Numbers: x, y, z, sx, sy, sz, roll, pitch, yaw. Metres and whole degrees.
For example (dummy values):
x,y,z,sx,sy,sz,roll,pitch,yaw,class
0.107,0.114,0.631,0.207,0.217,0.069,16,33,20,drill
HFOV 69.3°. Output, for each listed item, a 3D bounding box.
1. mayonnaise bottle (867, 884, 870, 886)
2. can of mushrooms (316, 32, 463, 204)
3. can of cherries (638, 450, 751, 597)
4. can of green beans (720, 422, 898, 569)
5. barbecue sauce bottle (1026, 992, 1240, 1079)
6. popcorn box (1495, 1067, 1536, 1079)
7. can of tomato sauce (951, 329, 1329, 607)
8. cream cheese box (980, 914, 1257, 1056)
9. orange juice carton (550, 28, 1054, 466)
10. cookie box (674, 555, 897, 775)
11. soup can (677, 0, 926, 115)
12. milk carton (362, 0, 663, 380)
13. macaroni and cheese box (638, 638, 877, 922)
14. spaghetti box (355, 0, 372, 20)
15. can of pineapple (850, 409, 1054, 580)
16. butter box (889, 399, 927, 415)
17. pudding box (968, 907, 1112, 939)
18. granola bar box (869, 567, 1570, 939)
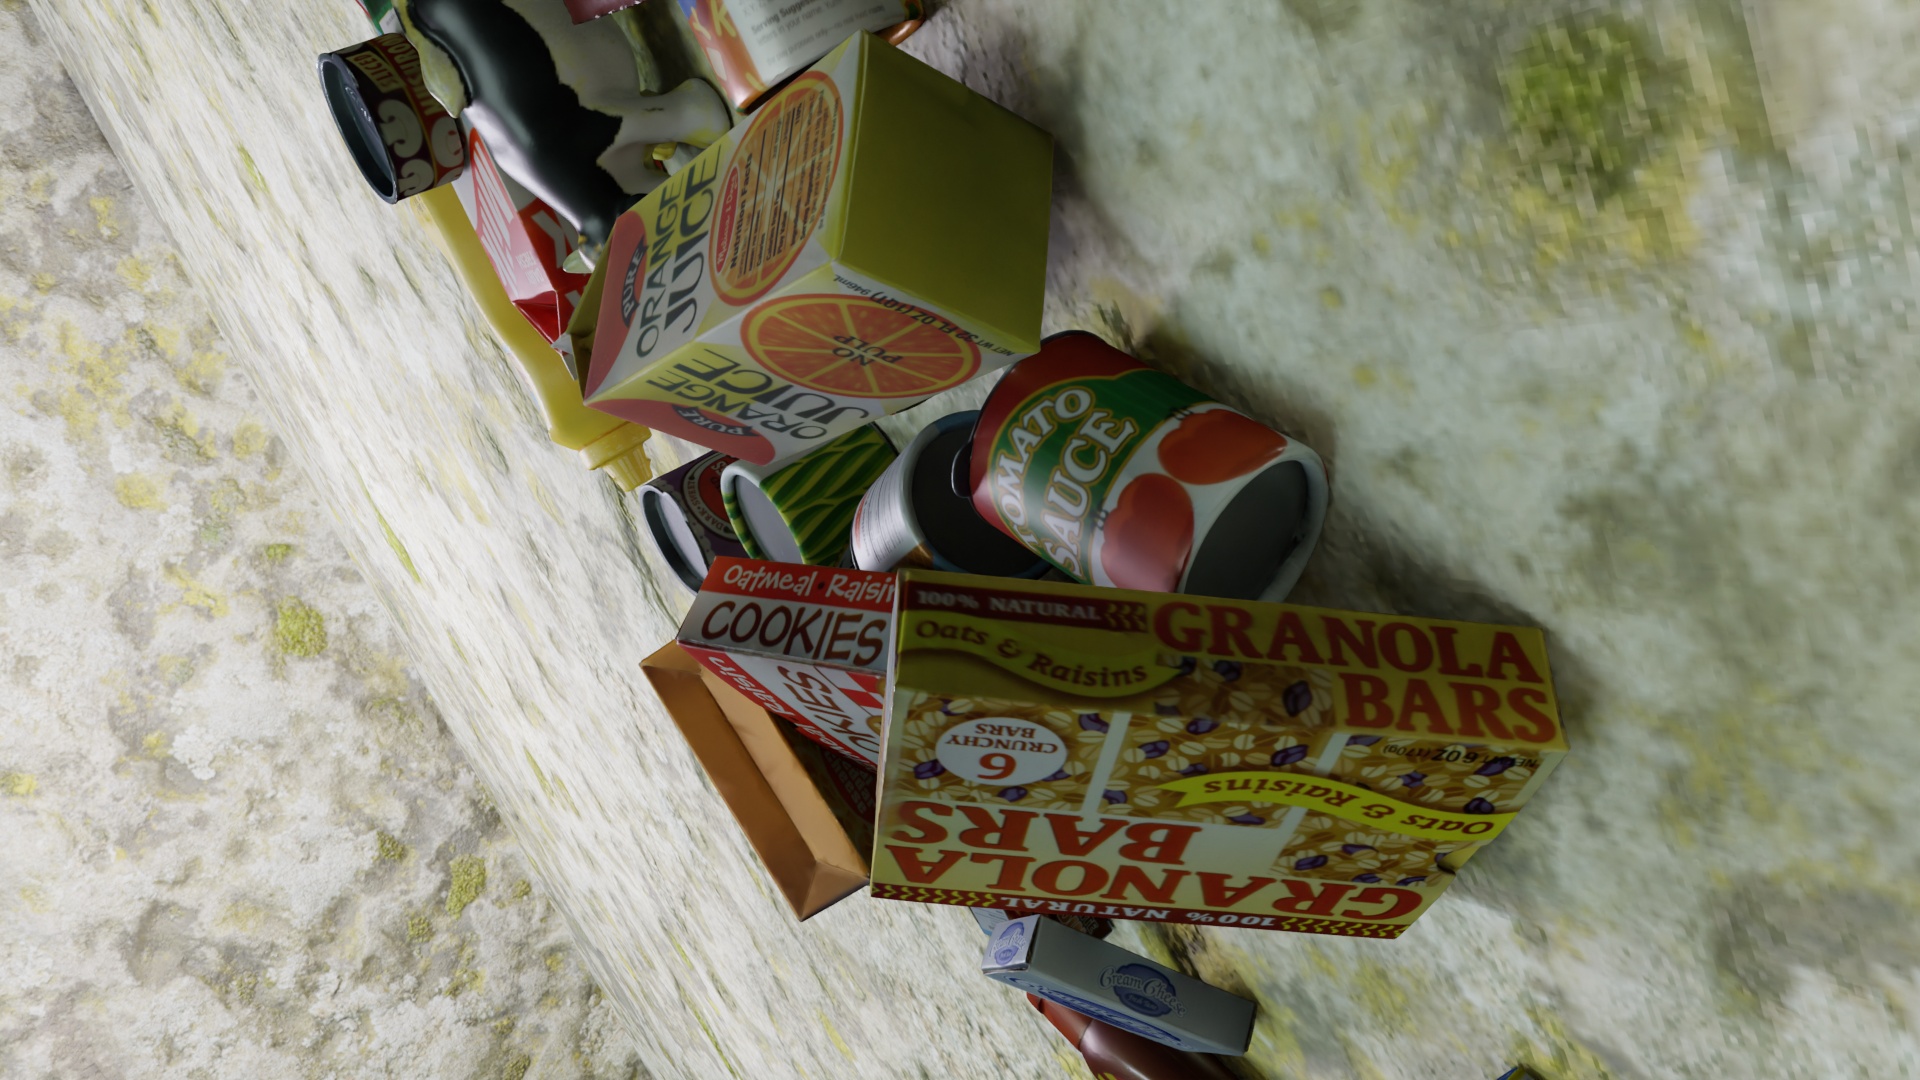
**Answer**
x,y,z,sx,sy,sz,roll,pitch,yaw,class
-0.047,0.161,0.759,0.064,0.041,0.148,55,162,-2,mayonnaise bottle
-0.245,-0.183,0.598,0.071,0.033,0.070,41,148,33,can of mushrooms
-0.119,-0.013,0.700,0.071,0.058,0.071,40,148,32,can of cherries
-0.061,-0.016,0.599,0.071,0.058,0.071,40,148,31,can of green beans
0.093,0.245,0.632,0.149,0.044,0.064,37,149,36,barbecue sauce bottle
0.155,0.236,0.472,0.038,0.085,0.126,46,151,25,popcorn box
0.051,-0.014,0.399,0.083,0.071,0.070,35,145,37,can of tomato sauce
0.065,0.187,0.581,0.104,0.024,0.053,25,155,-11,cream cheese box
-0.061,-0.077,0.446,0.192,0.072,0.073,-16,63,49,orange juice carton
-0.002,0.057,0.495,0.167,0.040,0.122,5,152,38,cookie box
-0.057,-0.179,0.415,0.071,0.071,0.083,-7,113,61,soup can
-0.187,-0.173,0.631,0.073,0.072,0.190,6,123,57,milk carton
-0.067,0.080,0.625,0.123,0.040,0.167,58,-168,0,macaroni and cheese box
-0.277,-0.268,0.729,0.250,0.029,0.050,48,152,18,spaghetti box
0.002,-0.006,0.498,0.071,0.071,0.057,56,153,3,can of pineapple
-0.046,-0.098,0.524,0.053,0.024,0.103,16,132,51,butter box
0.031,0.171,0.672,0.083,0.030,0.049,-9,109,61,pudding box
0.060,0.065,0.384,0.123,0.166,0.039,99,175,-52,granola bar box
